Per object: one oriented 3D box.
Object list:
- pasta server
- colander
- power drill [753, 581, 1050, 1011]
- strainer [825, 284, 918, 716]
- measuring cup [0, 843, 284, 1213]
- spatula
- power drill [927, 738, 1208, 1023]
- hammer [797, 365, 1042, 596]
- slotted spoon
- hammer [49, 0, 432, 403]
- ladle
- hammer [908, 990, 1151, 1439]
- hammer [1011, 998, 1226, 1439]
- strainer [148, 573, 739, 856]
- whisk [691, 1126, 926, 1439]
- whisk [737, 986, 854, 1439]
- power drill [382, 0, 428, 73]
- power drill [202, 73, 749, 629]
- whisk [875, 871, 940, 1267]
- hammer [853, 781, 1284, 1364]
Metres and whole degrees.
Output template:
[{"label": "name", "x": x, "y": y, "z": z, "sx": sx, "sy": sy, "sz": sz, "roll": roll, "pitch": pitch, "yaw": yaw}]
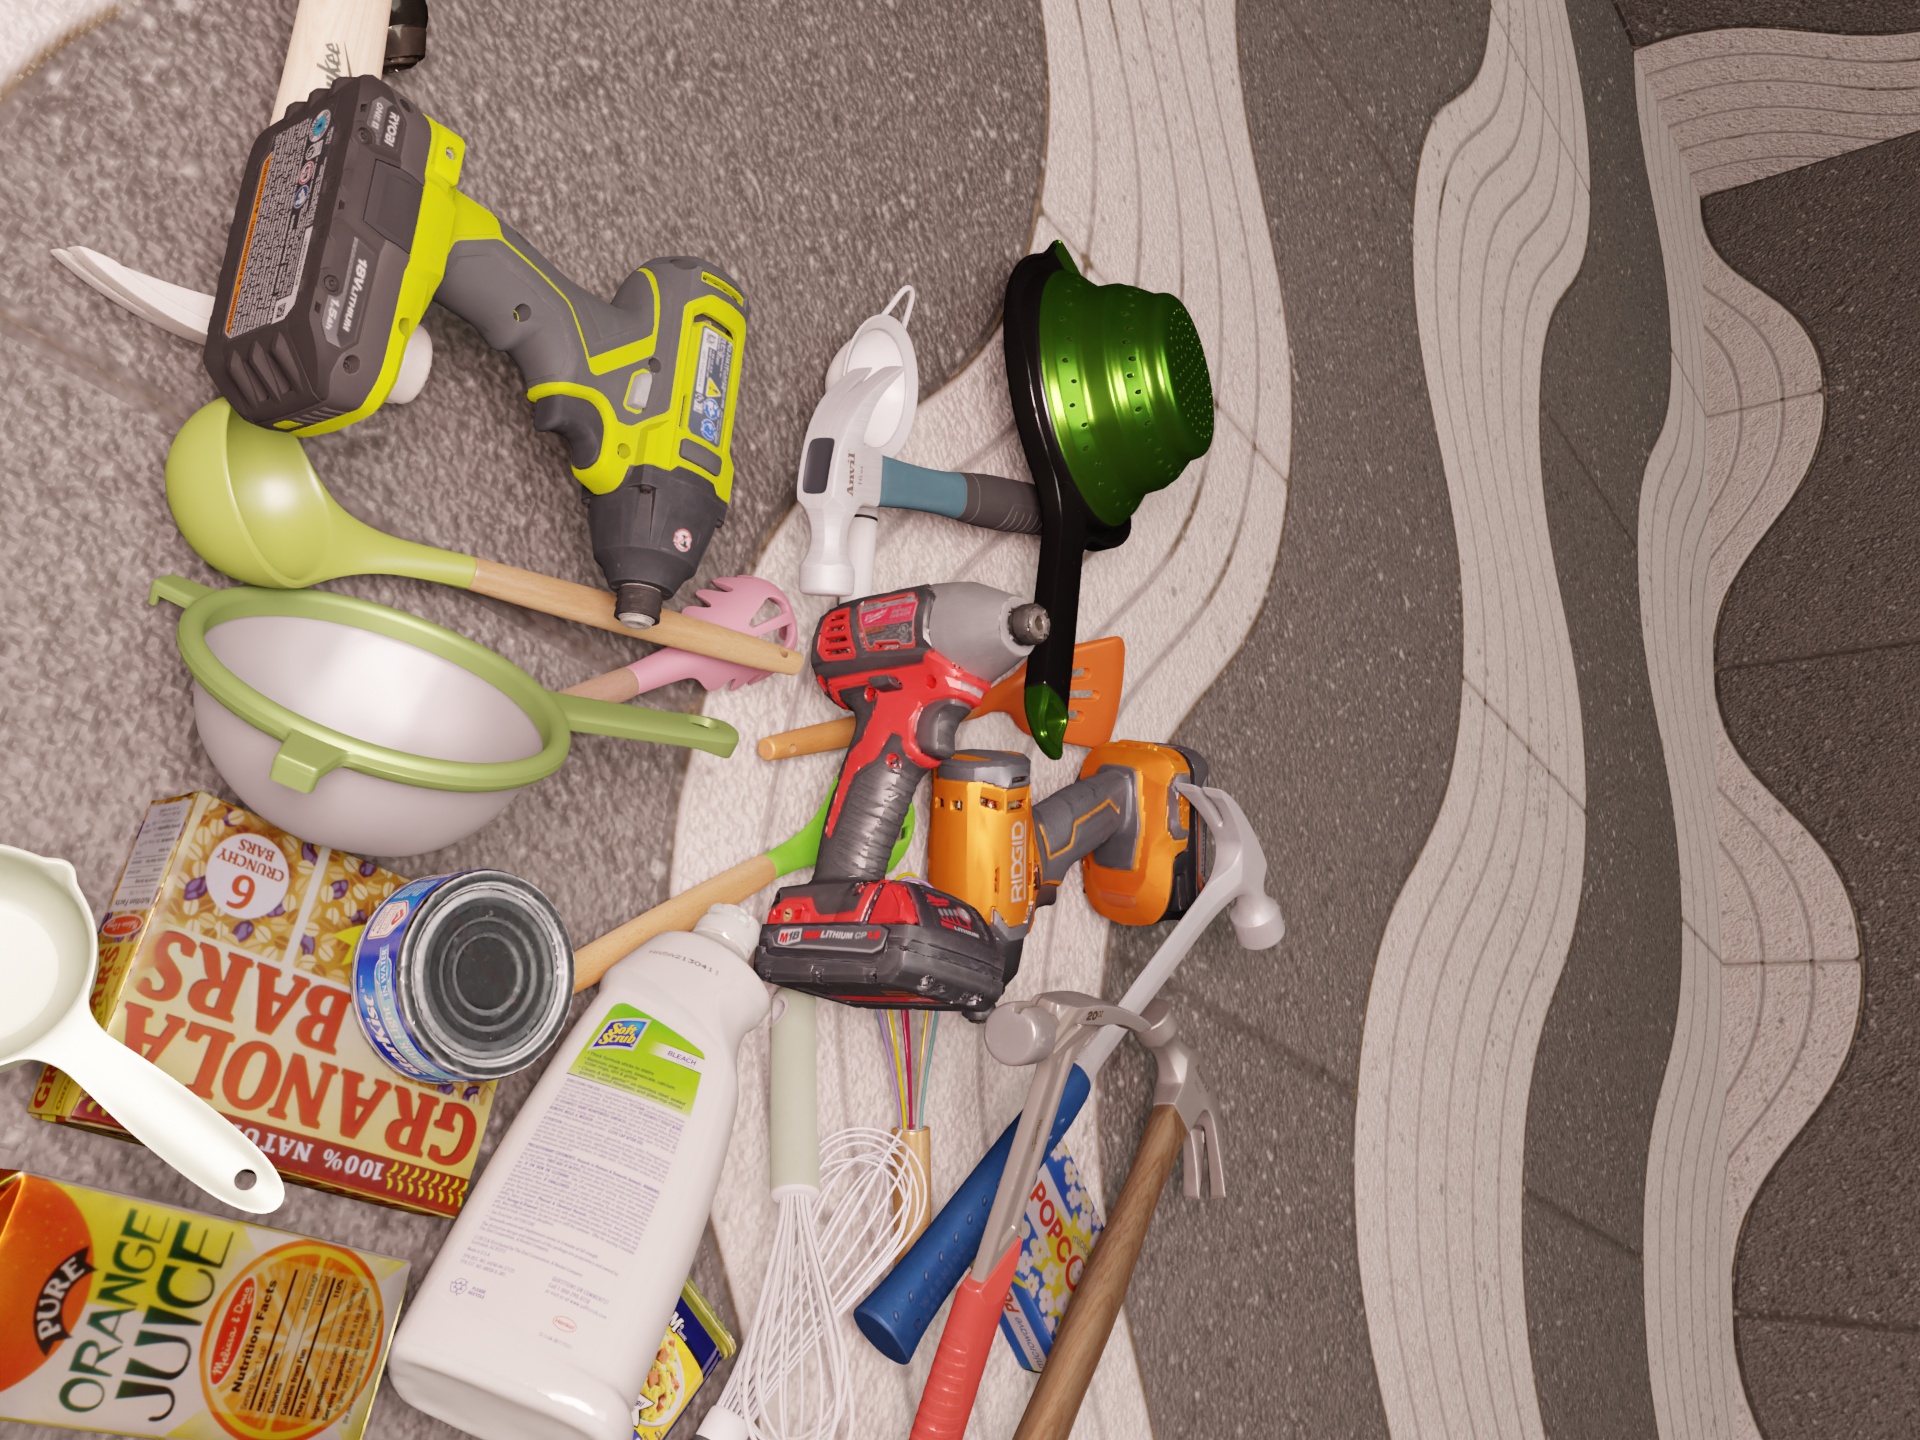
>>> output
[{"label": "pasta server", "x": -0.184, "y": -0.009, "z": 0.764, "sx": 0.316, "sy": 0.040, "sz": 0.060, "roll": -29, "pitch": 105, "yaw": -46}, {"label": "colander", "x": 0.102, "y": -0.153, "z": 1.022, "sx": 0.204, "sy": 0.094, "sz": 0.397, "roll": 51, "pitch": 38, "yaw": -47}, {"label": "power drill", "x": -0.024, "y": 0.033, "z": 0.817, "sx": 0.078, "sy": 0.143, "sz": 0.220, "roll": 27, "pitch": 64, "yaw": -45}, {"label": "strainer", "x": -0.060, "y": -0.130, "z": 0.935, "sx": 0.086, "sy": 0.050, "sz": 0.258, "roll": 19, "pitch": 73, "yaw": -62}, {"label": "measuring cup", "x": -0.296, "y": 0.112, "z": 0.536, "sx": 0.167, "sy": 0.038, "sz": 0.083, "roll": 42, "pitch": 60, "yaw": -7}, {"label": "spatula", "x": -0.002, "y": -0.003, "z": 0.975, "sx": 0.322, "sy": 0.041, "sz": 0.081, "roll": -12, "pitch": 115, "yaw": -52}, {"label": "power drill", "x": 0.065, "y": 0.094, "z": 1.010, "sx": 0.226, "sy": 0.084, "sz": 0.164, "roll": -5, "pitch": 98, "yaw": -48}, {"label": "hammer", "x": 0.002, "y": -0.136, "z": 0.975, "sx": 0.331, "sy": 0.033, "sz": 0.128, "roll": -5, "pitch": 98, "yaw": -62}, {"label": "slotted spoon", "x": -0.117, "y": 0.088, "z": 0.826, "sx": 0.314, "sy": 0.031, "sz": 0.070, "roll": -26, "pitch": 101, "yaw": -50}, {"label": "hammer", "x": -0.252, "y": -0.350, "z": 0.654, "sx": 0.146, "sy": 0.038, "sz": 0.410, "roll": 13, "pitch": 88, "yaw": -49}, {"label": "ladle", "x": -0.190, "y": -0.065, "z": 0.713, "sx": 0.320, "sy": 0.062, "sz": 0.078, "roll": 15, "pitch": 55, "yaw": -43}, {"label": "hammer", "x": 0.010, "y": 0.316, "z": 0.832, "sx": 0.149, "sy": 0.037, "sz": 0.359, "roll": 19, "pitch": 89, "yaw": -60}, {"label": "hammer", "x": 0.094, "y": 0.332, "z": 0.973, "sx": 0.130, "sy": 0.031, "sz": 0.331, "roll": 61, "pitch": 39, "yaw": -24}, {"label": "strainer", "x": -0.202, "y": 0.015, "z": 0.666, "sx": 0.256, "sy": 0.152, "sz": 0.069, "roll": 10, "pitch": 112, "yaw": -49}, {"label": "whisk", "x": -0.099, "y": 0.320, "z": 0.781, "sx": 0.070, "sy": 0.070, "sz": 0.285, "roll": 57, "pitch": 49, "yaw": -28}, {"label": "whisk", "x": -0.080, "y": 0.240, "z": 0.780, "sx": 0.059, "sy": 0.057, "sz": 0.247, "roll": 21, "pitch": 46, "yaw": -30}, {"label": "power drill", "x": -0.227, "y": -0.410, "z": 0.752, "sx": 0.226, "sy": 0.080, "sz": 0.187, "roll": -29, "pitch": 112, "yaw": -47}, {"label": "power drill", "x": -0.185, "y": -0.146, "z": 0.667, "sx": 0.223, "sy": 0.080, "sz": 0.171, "roll": 23, "pitch": 67, "yaw": -50}, {"label": "whisk", "x": -0.032, "y": 0.208, "z": 0.897, "sx": 0.047, "sy": 0.051, "sz": 0.245, "roll": 36, "pitch": 52, "yaw": -85}, {"label": "hammer", "x": 0.073, "y": 0.199, "z": 0.945, "sx": 0.405, "sy": 0.035, "sz": 0.144, "roll": -45, "pitch": 127, "yaw": -34}]
